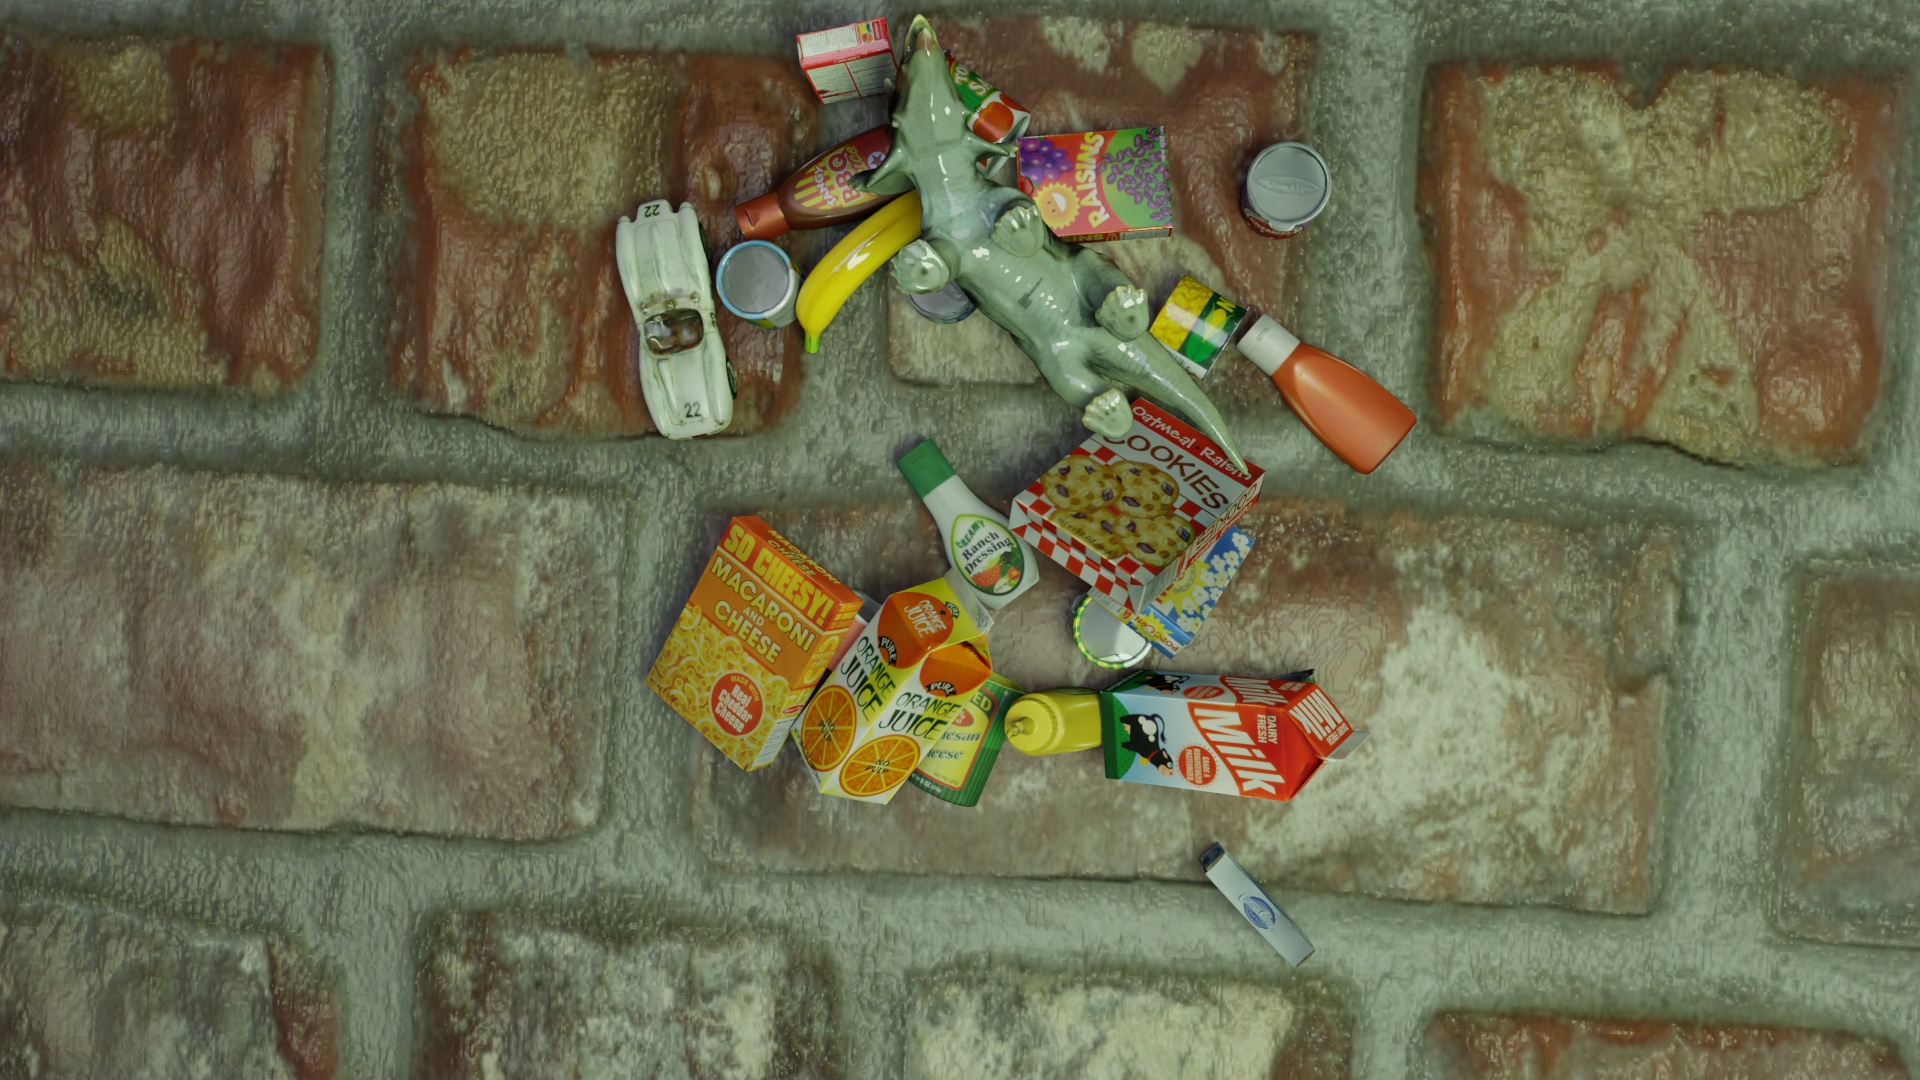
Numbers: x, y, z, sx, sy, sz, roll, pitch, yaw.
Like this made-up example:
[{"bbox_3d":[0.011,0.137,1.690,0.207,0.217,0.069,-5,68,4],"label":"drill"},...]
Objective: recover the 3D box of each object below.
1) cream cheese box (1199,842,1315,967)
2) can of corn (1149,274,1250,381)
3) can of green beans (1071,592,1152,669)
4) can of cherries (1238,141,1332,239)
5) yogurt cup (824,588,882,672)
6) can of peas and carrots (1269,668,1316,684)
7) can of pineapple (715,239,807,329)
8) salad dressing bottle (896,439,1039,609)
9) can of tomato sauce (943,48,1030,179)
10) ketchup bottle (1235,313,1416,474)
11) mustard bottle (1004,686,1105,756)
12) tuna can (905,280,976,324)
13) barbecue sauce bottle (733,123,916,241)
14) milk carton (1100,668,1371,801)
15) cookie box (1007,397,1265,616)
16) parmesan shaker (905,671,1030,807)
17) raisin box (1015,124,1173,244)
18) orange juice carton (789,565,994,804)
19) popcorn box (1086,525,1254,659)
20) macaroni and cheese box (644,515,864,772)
[{"bbox_3d":[0.236,0.290,1.111,0.024,0.053,0.104,-43,86,2],"label":"cream cheese box"},{"bbox_3d":[0.189,-0.173,1.114,0.058,0.071,0.071,32,92,5],"label":"can of corn"},{"bbox_3d":[0.123,0.069,1.120,0.071,0.058,0.071,0,90,5],"label":"can of green beans"},{"bbox_3d":[0.258,-0.277,1.113,0.071,0.058,0.071,0,90,4],"label":"can of cherries"},{"bbox_3d":[-0.085,0.080,1.136,0.072,0.072,0.054,38,101,4],"label":"yogurt cup"},{"bbox_3d":[0.260,0.141,1.105,0.071,0.071,0.058,-18,89,5],"label":"can of peas and carrots"},{"bbox_3d":[-0.165,-0.212,1.148,0.071,0.058,0.071,0,90,5],"label":"can of pineapple"},{"bbox_3d":[0.004,-0.014,1.138,0.064,0.044,0.147,-37,86,5],"label":"salad dressing bottle"},{"bbox_3d":[0.006,-0.346,1.131,0.083,0.071,0.071,37,93,3],"label":"can of tomato sauce"},{"bbox_3d":[0.290,-0.122,1.116,0.149,0.043,0.064,41,92,4],"label":"ketchup bottle"},{"bbox_3d":[0.071,0.139,1.070,0.065,0.160,0.049,-1,87,24],"label":"mustard bottle"},{"bbox_3d":[-0.012,-0.215,1.148,0.071,0.033,0.071,0,90,5],"label":"tuna can"},{"bbox_3d":[-0.113,-0.288,1.152,0.148,0.043,0.065,-22,89,5],"label":"barbecue sauce bottle"},{"bbox_3d":[0.207,0.147,1.052,0.190,0.072,0.073,1,101,33],"label":"milk carton"},{"bbox_3d":[0.137,-0.030,1.068,0.123,0.040,0.168,35,52,23],"label":"cookie box"},{"bbox_3d":[0.005,0.157,1.124,0.071,0.071,0.103,23,91,5],"label":"parmesan shaker"},{"bbox_3d":[0.109,-0.288,1.135,0.123,0.040,0.086,-3,90,5],"label":"raisin box"},{"bbox_3d":[-0.045,0.112,1.087,0.192,0.073,0.072,-53,44,19],"label":"orange juice carton"},{"bbox_3d":[0.166,0.021,1.092,0.085,0.038,0.127,38,51,4],"label":"popcorn box"},{"bbox_3d":[-0.168,0.082,1.121,0.124,0.040,0.166,37,106,21],"label":"macaroni and cheese box"}]
